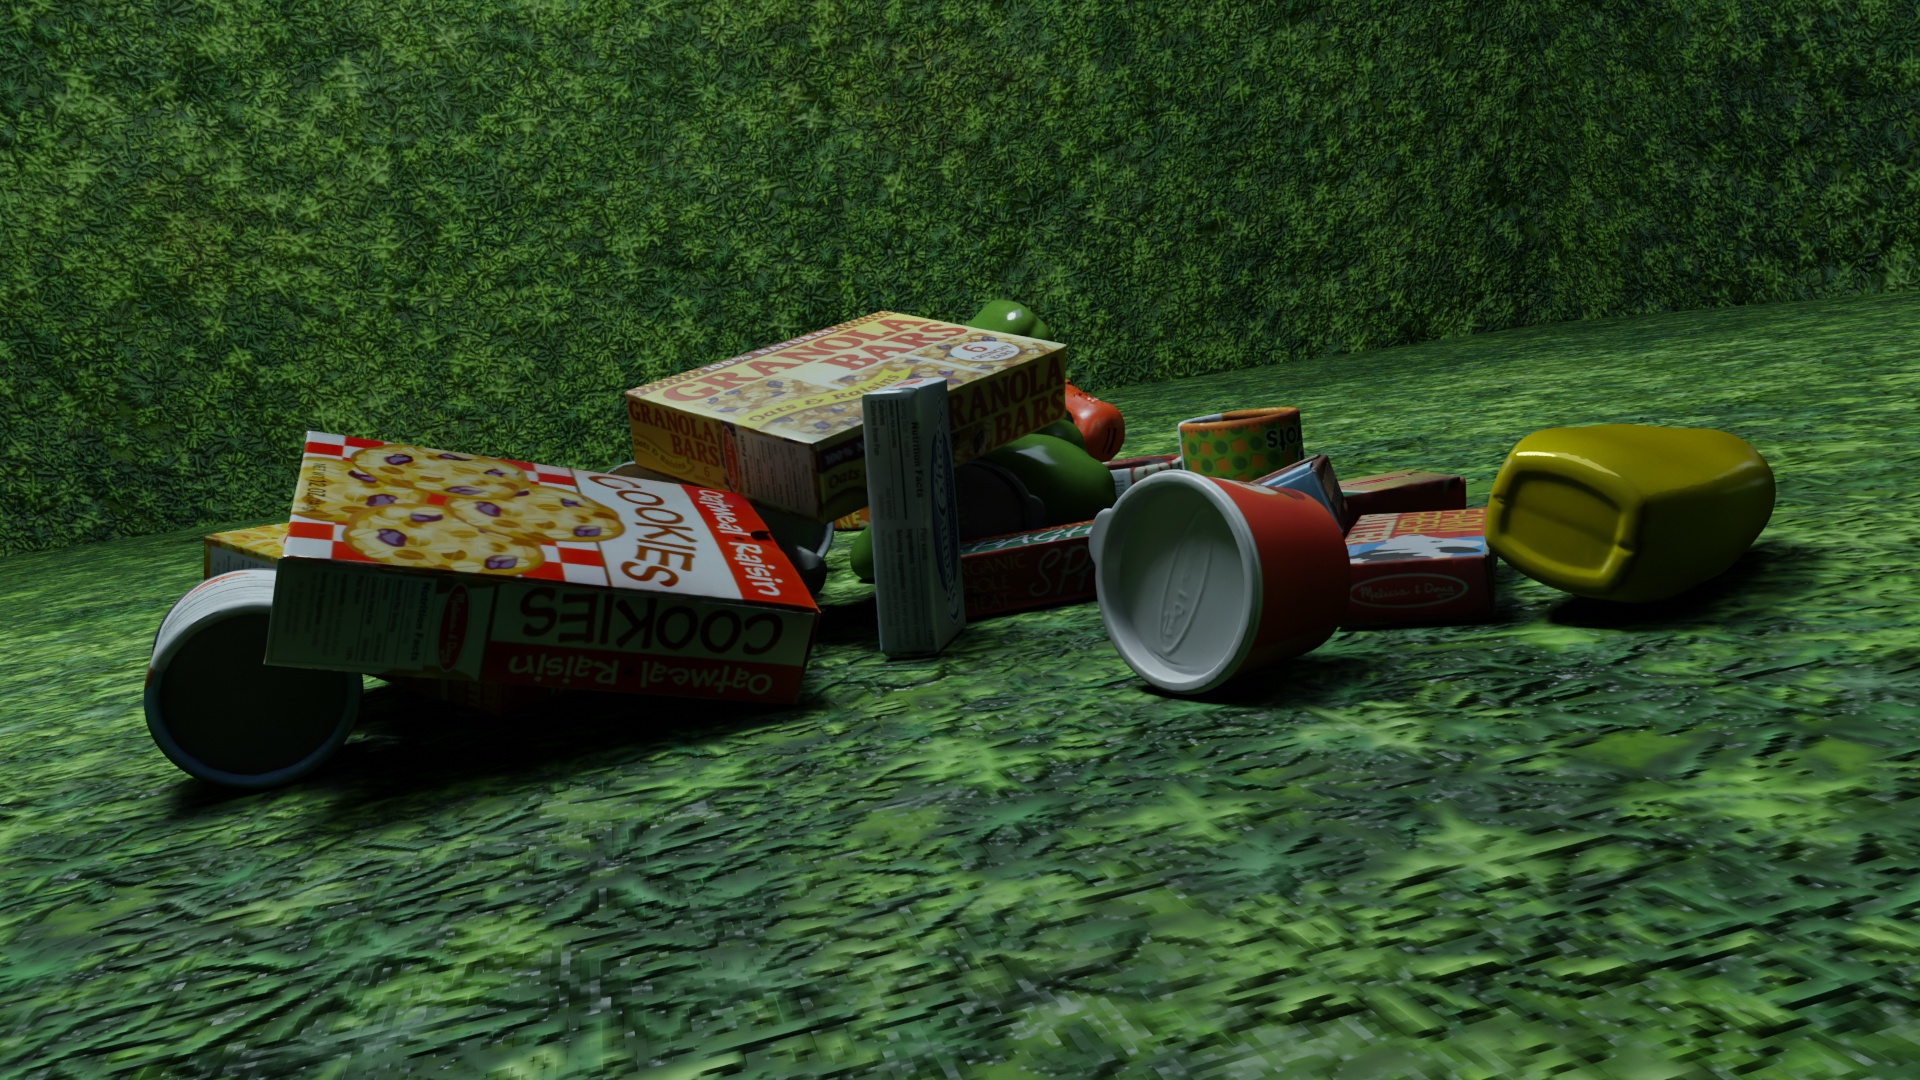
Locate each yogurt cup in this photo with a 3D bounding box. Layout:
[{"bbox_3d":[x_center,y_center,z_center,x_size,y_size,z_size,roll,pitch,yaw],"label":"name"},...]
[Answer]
[{"bbox_3d":[0.084,0.011,0.434,0.054,0.072,0.072,-3,3,-36],"label":"yogurt cup"}]

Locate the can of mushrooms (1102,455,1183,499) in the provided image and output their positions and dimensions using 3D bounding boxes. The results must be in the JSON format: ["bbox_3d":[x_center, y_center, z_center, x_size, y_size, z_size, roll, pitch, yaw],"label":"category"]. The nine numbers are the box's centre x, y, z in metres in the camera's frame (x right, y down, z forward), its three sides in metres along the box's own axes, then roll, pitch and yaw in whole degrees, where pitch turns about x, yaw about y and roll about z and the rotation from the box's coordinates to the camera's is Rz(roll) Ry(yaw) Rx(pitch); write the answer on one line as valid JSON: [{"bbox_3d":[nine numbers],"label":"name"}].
[{"bbox_3d":[0.105,-0.031,0.838,0.071,0.033,0.071,-9,7,1],"label":"can of mushrooms"}]

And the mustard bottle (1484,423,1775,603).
[{"bbox_3d":[0.246,-0.013,0.484,0.161,0.048,0.065,-7,27,-40],"label":"mustard bottle"}]

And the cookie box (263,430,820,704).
[{"bbox_3d":[-0.146,0.008,0.491,0.168,0.040,0.123,8,18,-24],"label":"cookie box"}]

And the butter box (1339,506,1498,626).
[{"bbox_3d":[0.169,0.008,0.511,0.053,0.024,0.104,-4,9,22],"label":"butter box"}]

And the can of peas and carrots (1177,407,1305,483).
[{"bbox_3d":[0.156,-0.039,0.750,0.071,0.058,0.071,-8,8,1],"label":"can of peas and carrots"}]

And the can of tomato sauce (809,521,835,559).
[{"bbox_3d":[-0.124,-0.011,0.801,0.071,0.071,0.083,-14,10,-39],"label":"can of tomato sauce"}]

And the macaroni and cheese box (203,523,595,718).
[{"bbox_3d":[-0.205,0.024,0.580,0.166,0.040,0.124,12,14,26],"label":"macaroni and cheese box"}]

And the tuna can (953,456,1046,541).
[{"bbox_3d":[0.002,-0.008,0.649,0.071,0.071,0.033,-9,7,-10],"label":"tuna can"}]

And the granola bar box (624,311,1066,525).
[{"bbox_3d":[-0.049,-0.062,0.638,0.124,0.039,0.166,17,30,38],"label":"granola bar box"}]

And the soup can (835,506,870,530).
[{"bbox_3d":[-0.065,-0.054,0.995,0.071,0.083,0.071,-8,7,1],"label":"soup can"}]

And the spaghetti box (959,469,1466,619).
[{"bbox_3d":[0.100,0.001,0.622,0.250,0.028,0.050,-9,7,-9],"label":"spaghetti box"}]

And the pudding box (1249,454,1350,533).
[{"bbox_3d":[0.110,-0.004,0.554,0.083,0.030,0.050,-25,0,20],"label":"pudding box"}]

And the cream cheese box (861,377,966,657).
[{"bbox_3d":[-0.018,-0.010,0.545,0.024,0.103,0.053,-2,9,13],"label":"cream cheese box"}]

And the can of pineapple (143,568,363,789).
[{"bbox_3d":[-0.243,0.048,0.483,0.071,0.070,0.058,-11,14,-25],"label":"can of pineapple"}]
